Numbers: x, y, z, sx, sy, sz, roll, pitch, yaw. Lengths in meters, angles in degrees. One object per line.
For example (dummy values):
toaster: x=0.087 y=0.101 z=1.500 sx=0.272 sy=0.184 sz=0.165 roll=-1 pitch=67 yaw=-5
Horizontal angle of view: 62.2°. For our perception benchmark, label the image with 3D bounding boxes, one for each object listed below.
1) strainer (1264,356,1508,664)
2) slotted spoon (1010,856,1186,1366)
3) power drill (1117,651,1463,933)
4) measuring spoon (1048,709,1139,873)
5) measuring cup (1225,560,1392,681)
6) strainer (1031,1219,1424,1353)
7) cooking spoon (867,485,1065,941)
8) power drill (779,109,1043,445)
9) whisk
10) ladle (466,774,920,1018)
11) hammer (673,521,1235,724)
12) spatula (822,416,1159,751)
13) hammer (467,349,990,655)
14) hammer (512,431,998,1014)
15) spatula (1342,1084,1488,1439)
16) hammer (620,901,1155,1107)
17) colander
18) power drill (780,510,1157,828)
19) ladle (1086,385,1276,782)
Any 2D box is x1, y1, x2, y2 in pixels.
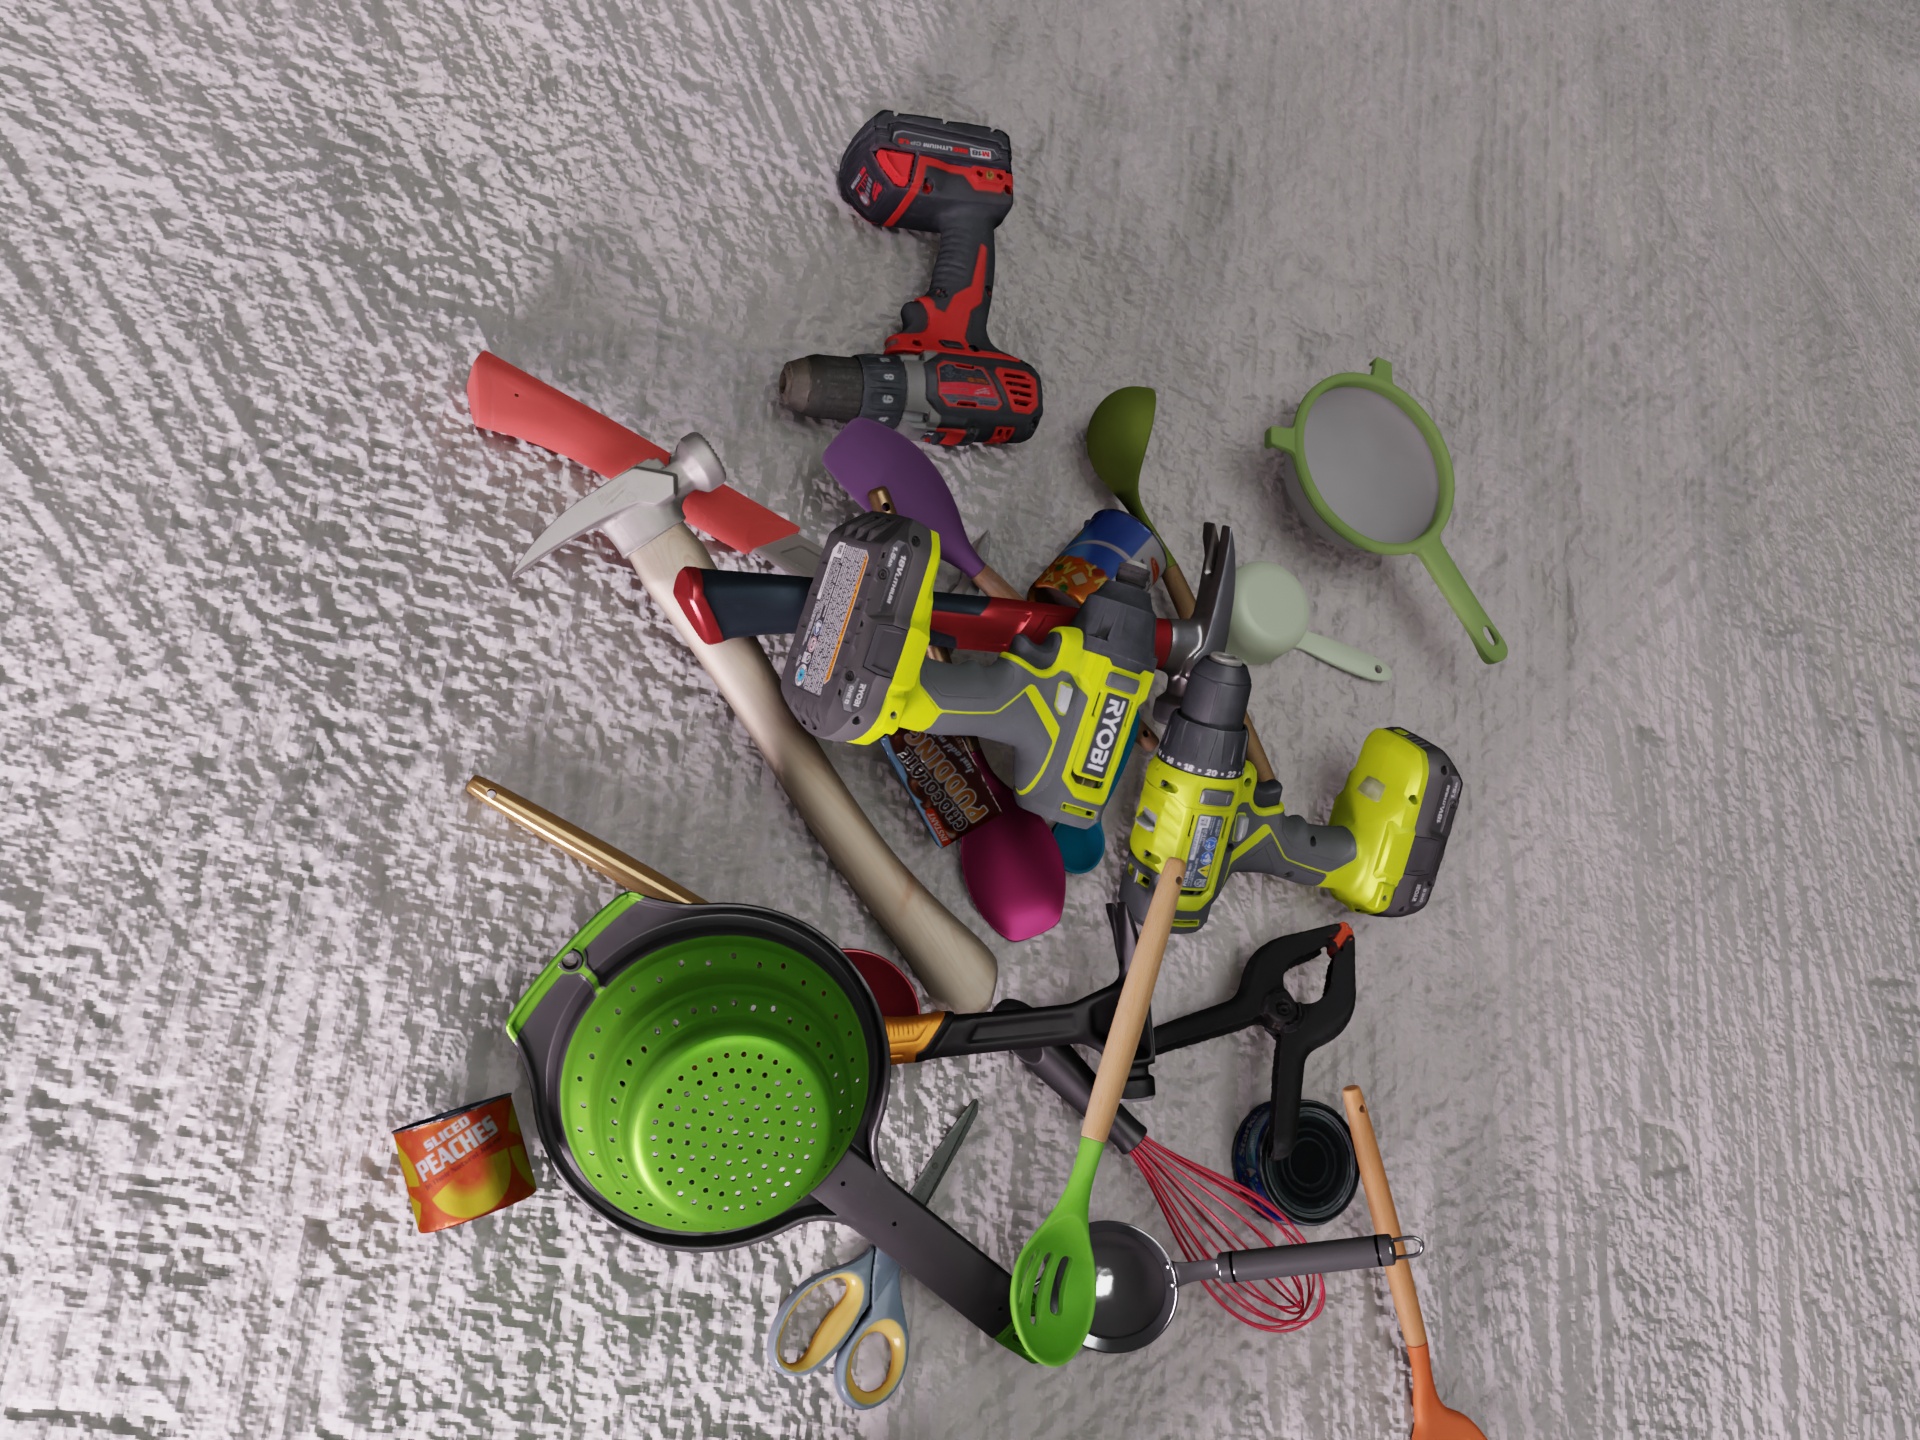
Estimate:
strainer: x=0.336 y=-0.147 z=1.244 sx=0.151 sy=0.069 sz=0.256 roll=-35 pitch=92 yaw=-29
slotted spoon: x=0.091 y=0.233 z=0.979 sx=0.070 sy=0.031 sz=0.314 roll=28 pitch=73 yaw=-34
power drill: x=0.230 y=0.054 z=1.107 sx=0.228 sy=0.080 sz=0.190 roll=5 pitch=107 yaw=-24
measuring spoon: x=0.094 y=0.047 z=1.110 sx=0.042 sy=0.021 sz=0.129 roll=30 pitch=73 yaw=-20
measuring cup: x=0.268 y=-0.067 z=1.210 sx=0.167 sy=0.038 sz=0.083 roll=21 pitch=69 yaw=-15
strainer: x=0.161 y=0.346 z=1.001 sx=0.258 sy=0.050 sz=0.087 roll=-12 pitch=92 yaw=16
cooking spoon: x=-0.002 y=-0.003 z=1.060 sx=0.069 sy=0.017 sz=0.319 roll=-21 pitch=97 yaw=-12
power drill: x=-0.039 y=-0.306 z=1.123 sx=0.187 sy=0.080 sz=0.227 roll=0 pitch=79 yaw=-23
whisk: x=0.129 y=0.291 z=1.049 sx=0.296 sy=0.073 sz=0.073 roll=45 pitch=64 yaw=-1
ladle: x=-0.164 y=0.119 z=0.984 sx=0.315 sy=0.031 sz=0.069 roll=32 pitch=72 yaw=-11
hammer: x=0.009 y=-0.078 z=1.021 sx=0.386 sy=0.038 sz=0.143 roll=5 pitch=100 yaw=-27
spatula: x=0.031 y=-0.087 z=1.093 sx=0.315 sy=0.018 sz=0.060 roll=44 pitch=71 yaw=-17
hammer: x=-0.153 y=-0.145 z=1.052 sx=0.359 sy=0.036 sz=0.149 roll=29 pitch=67 yaw=-14
hammer: x=-0.113 y=0.027 z=1.008 sx=0.146 sy=0.038 sz=0.410 roll=-35 pitch=97 yaw=-14
spatula: x=0.314 y=0.406 z=1.091 sx=0.081 sy=0.041 sz=0.322 roll=-17 pitch=94 yaw=-26
hammer: x=-0.041 y=0.188 z=0.977 sx=0.336 sy=0.034 sz=0.127 roll=-3 pitch=84 yaw=-17
colander: x=-0.074 y=0.264 z=0.902 sx=0.396 sy=0.094 sz=0.204 roll=43 pitch=85 yaw=-16
power drill: x=0.018 y=-0.040 z=0.972 sx=0.223 sy=0.080 sz=0.171 roll=17 pitch=93 yaw=-32
ladle: x=0.175 y=-0.094 z=1.171 sx=0.062 sy=0.078 sz=0.320 roll=-25 pitch=93 yaw=-7
